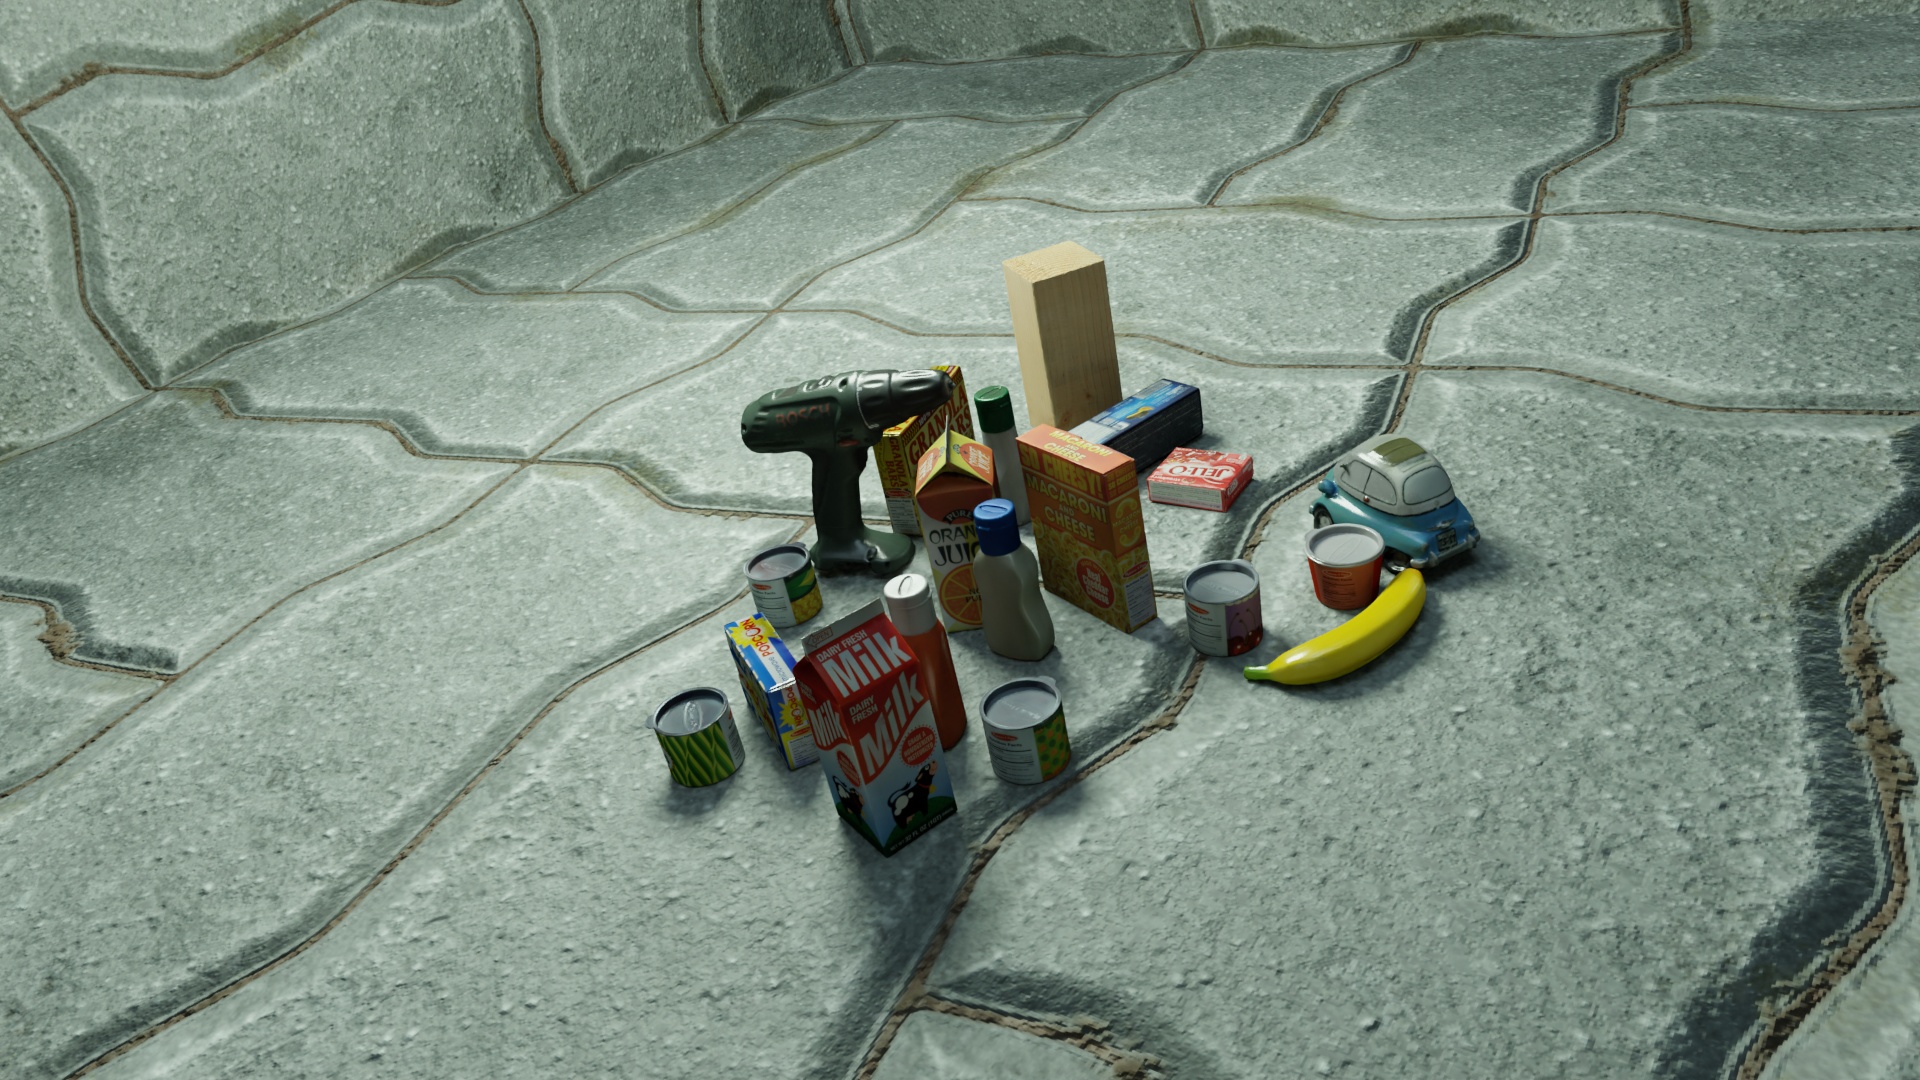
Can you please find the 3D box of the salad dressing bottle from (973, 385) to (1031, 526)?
[{"bbox_3d":[0.045,-0.087,1.432,0.064,0.147,0.044,-30,34,-29],"label":"salad dressing bottle"}]

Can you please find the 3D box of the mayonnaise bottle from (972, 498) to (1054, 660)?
[{"bbox_3d":[0.042,0.035,1.224,0.065,0.147,0.041,10,36,33],"label":"mayonnaise bottle"}]

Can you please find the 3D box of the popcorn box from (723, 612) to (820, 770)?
[{"bbox_3d":[-0.160,0.128,1.200,0.038,0.084,0.127,-22,31,-17],"label":"popcorn box"}]

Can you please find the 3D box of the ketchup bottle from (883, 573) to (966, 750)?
[{"bbox_3d":[-0.029,0.098,1.141,0.043,0.148,0.065,-5,30,13],"label":"ketchup bottle"}]

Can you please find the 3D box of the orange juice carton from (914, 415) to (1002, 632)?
[{"bbox_3d":[0.005,-0.016,1.280,0.073,0.191,0.072,-8,30,7],"label":"orange juice carton"}]

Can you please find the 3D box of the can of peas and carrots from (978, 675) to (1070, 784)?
[{"bbox_3d":[0.054,0.151,1.111,0.071,0.058,0.071,-9,30,5],"label":"can of peas and carrots"}]

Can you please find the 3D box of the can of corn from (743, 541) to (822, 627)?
[{"bbox_3d":[-0.173,0.044,1.377,0.071,0.058,0.071,-9,30,5],"label":"can of corn"}]

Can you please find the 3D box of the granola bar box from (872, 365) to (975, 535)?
[{"bbox_3d":[-0.035,-0.099,1.506,0.039,0.123,0.166,3,33,24],"label":"granola bar box"}]

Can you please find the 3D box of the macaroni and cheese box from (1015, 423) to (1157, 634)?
[{"bbox_3d":[0.115,-0.013,1.261,0.040,0.165,0.124,-28,33,-26],"label":"macaroni and cheese box"}]

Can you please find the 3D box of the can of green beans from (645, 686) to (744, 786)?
[{"bbox_3d":[-0.223,0.167,1.184,0.071,0.057,0.071,-9,30,5],"label":"can of green beans"}]

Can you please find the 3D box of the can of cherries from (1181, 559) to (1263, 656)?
[{"bbox_3d":[0.230,0.058,1.206,0.071,0.058,0.072,-9,30,5],"label":"can of cherries"}]

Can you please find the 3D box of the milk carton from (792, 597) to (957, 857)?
[{"bbox_3d":[-0.068,0.136,1.048,0.072,0.189,0.073,-29,33,-26],"label":"milk carton"}]

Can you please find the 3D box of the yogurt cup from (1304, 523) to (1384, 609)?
[{"bbox_3d":[0.341,0.025,1.228,0.072,0.053,0.073,-9,30,5],"label":"yogurt cup"}]
